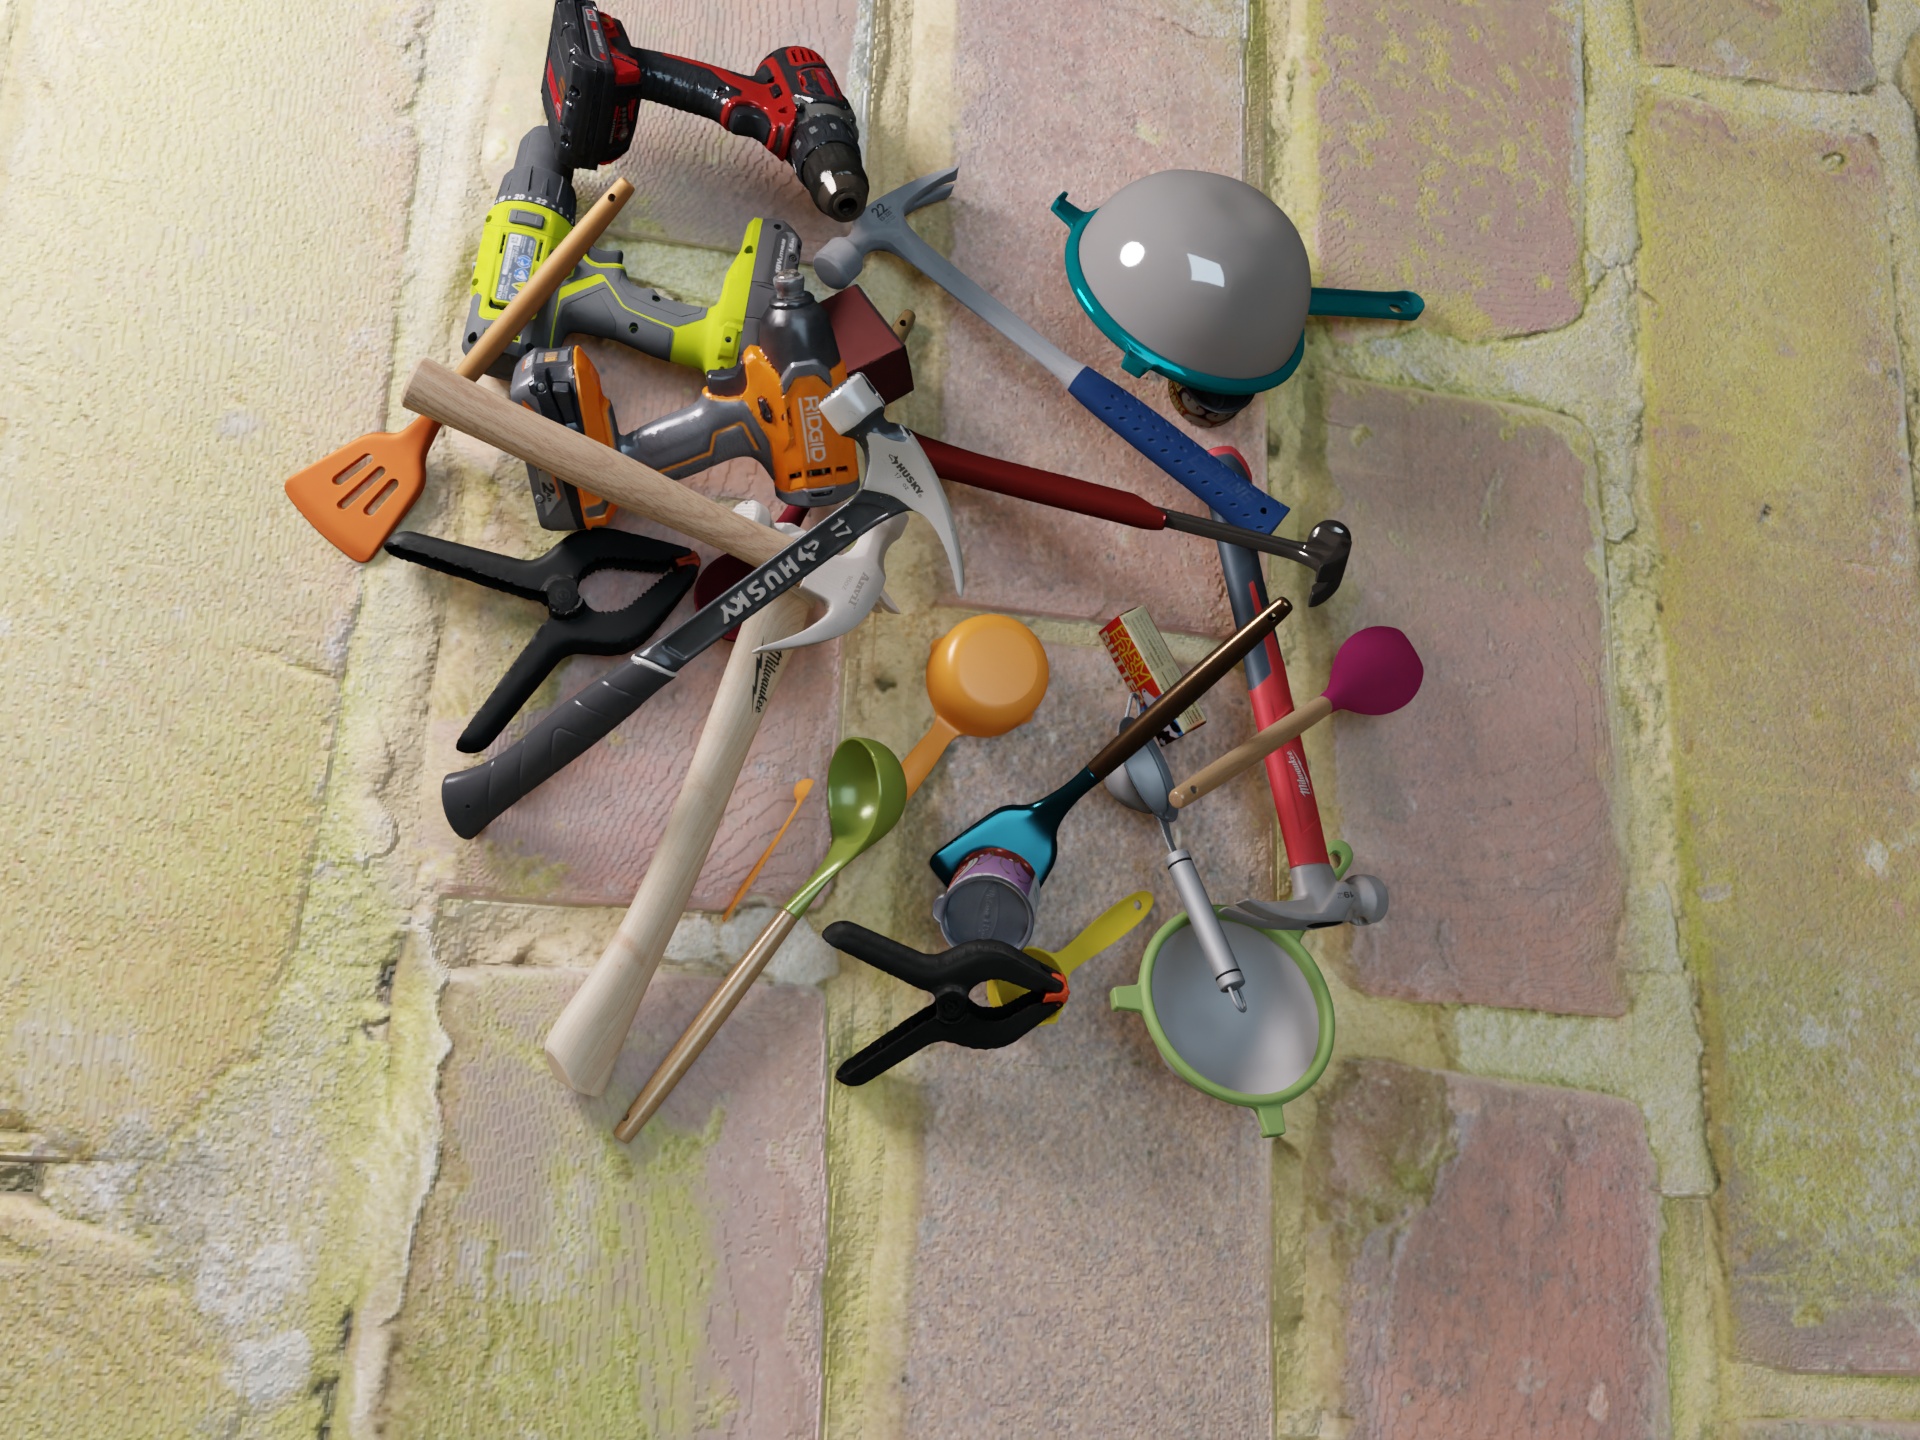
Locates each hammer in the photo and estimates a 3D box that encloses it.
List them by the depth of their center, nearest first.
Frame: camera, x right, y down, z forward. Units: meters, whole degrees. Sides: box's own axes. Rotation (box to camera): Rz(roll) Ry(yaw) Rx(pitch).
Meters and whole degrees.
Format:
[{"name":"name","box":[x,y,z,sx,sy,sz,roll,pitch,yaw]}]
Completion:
[{"name":"hammer","box":[-0.179,-0.044,1.030,0.409,0.036,0.149,-35,104,14]},{"name":"hammer","box":[-0.206,-0.147,1.049,0.331,0.031,0.130,24,81,-11]},{"name":"hammer","box":[-0.172,0.062,1.101,0.146,0.038,0.411,31,76,-37]},{"name":"hammer","box":[0.102,-0.156,1.153,0.359,0.149,0.036,16,112,14]},{"name":"hammer","box":[0.220,-0.033,1.202,0.143,0.038,0.387,4,67,-33]},{"name":"hammer","box":[0.086,-0.276,1.229,0.405,0.035,0.144,39,67,5]}]

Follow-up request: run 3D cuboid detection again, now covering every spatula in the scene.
[{"name":"spatula","box":[-0.334,-0.247,1.091,0.081,0.041,0.322,45,103,-1]},{"name":"spatula","box":[0.113,0.025,1.124,0.082,0.044,0.317,45,111,-3]}]

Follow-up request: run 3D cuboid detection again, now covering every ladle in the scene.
[{"name":"ladle","box":[-0.142,0.148,1.094,0.062,0.078,0.320,45,74,-30]},{"name":"ladle","box":[-0.107,-0.188,1.195,0.069,0.031,0.315,28,70,-3]}]

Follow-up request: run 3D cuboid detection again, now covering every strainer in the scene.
[{"name":"strainer","box":[0.153,0.096,1.154,0.050,0.086,0.259,-34,57,21]},{"name":"strainer","box":[0.218,0.184,1.181,0.151,0.069,0.256,39,53,7]},{"name":"strainer","box":[0.252,-0.365,1.267,0.340,0.095,0.211,-4,58,-25]}]

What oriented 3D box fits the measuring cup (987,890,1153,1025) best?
[{"name":"measuring cup","box":[0.082,0.170,1.166,0.156,0.029,0.062,-32,87,-30]}]

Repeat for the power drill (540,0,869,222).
[{"name":"power drill","box":[-0.180,-0.439,1.164,0.226,0.080,0.188,0,49,-26]}]

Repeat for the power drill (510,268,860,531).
[{"name":"power drill","box":[-0.190,-0.221,1.105,0.226,0.084,0.164,-9,121,-6]}]

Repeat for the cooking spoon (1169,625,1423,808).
[{"name":"cooking spoon","box":[0.255,-0.002,1.174,0.319,0.017,0.069,-27,85,-39]}]

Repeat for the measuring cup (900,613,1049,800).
[{"name":"measuring cup","box":[-0.002,-0.004,1.164,0.095,0.052,0.174,38,70,-3]}]

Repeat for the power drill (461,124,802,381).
[{"name":"power drill","box":[-0.237,-0.331,1.170,0.228,0.080,0.191,10,76,-9]}]

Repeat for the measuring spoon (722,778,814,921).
[{"name":"measuring spoon","box":[-0.137,0.089,1.116,0.011,0.021,0.117,33,84,-6]}]
